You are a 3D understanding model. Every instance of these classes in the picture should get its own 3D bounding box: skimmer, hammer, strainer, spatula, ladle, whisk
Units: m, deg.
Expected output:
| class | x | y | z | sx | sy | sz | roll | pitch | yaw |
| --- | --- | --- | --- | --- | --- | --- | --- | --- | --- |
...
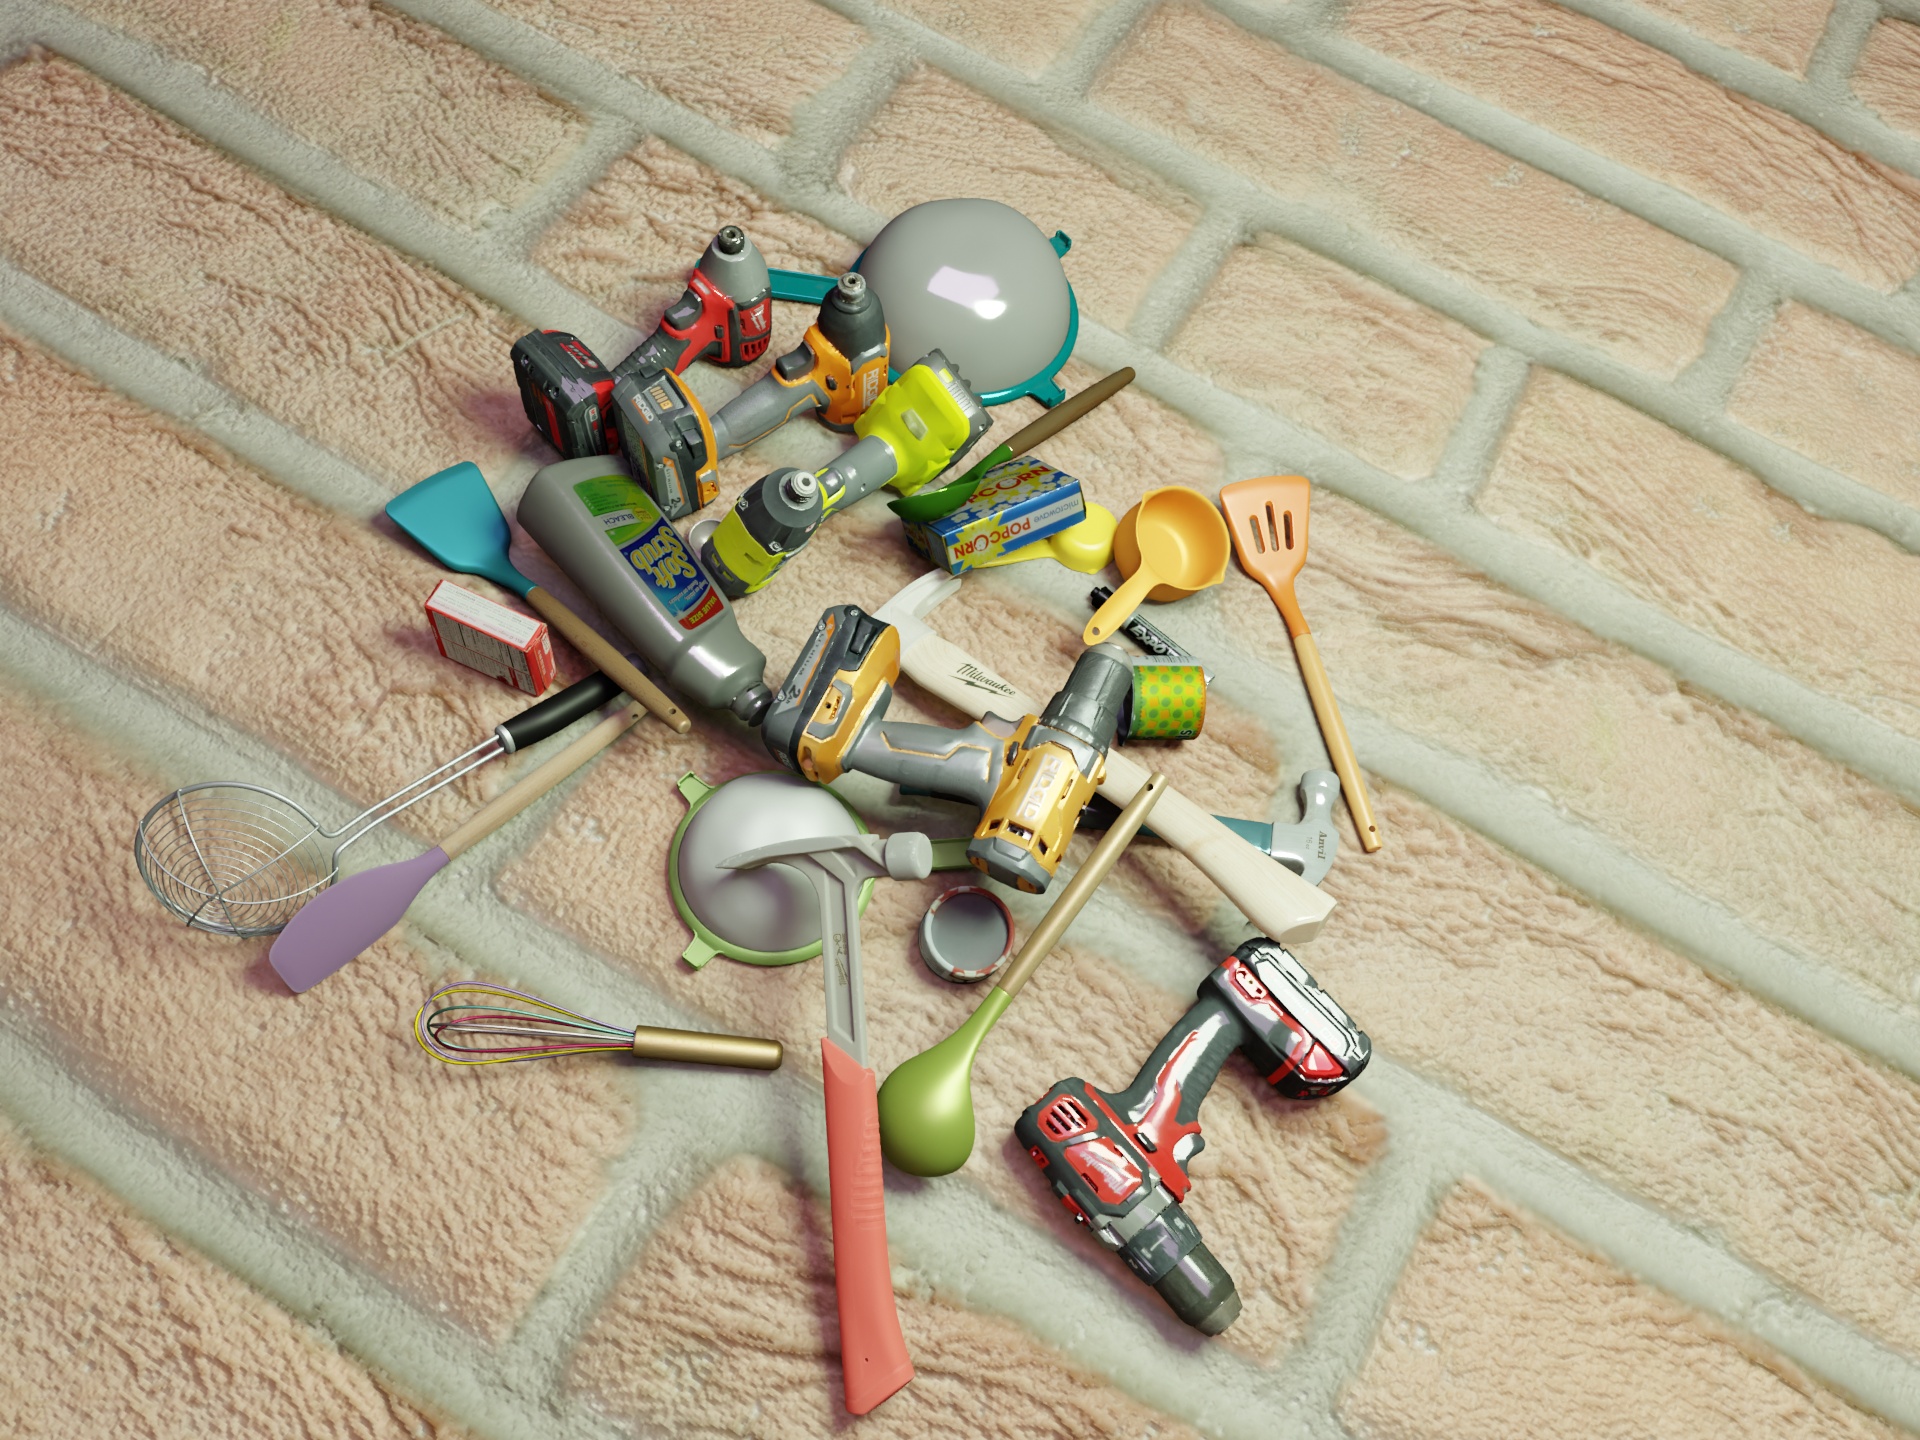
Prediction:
| class | x | y | z | sx | sy | sz | roll | pitch | yaw |
| --- | --- | --- | --- | --- | --- | --- | --- | --- | --- |
| skimmer | -0.392 | 0.033 | 1.135 | 0.090 | 0.127 | 0.363 | 23 | 45 | 40 |
| hammer | 0.099 | 0.024 | 1.169 | 0.411 | 0.038 | 0.146 | 34 | 57 | 21 |
| strainer | -0.058 | -0.389 | 1.368 | 0.340 | 0.095 | 0.211 | 7 | 63 | -5 |
| spatula | -0.348 | 0.077 | 1.133 | 0.316 | 0.059 | 0.018 | -40 | 42 | -26 |
| spatula | 0.282 | -0.049 | 1.269 | 0.081 | 0.041 | 0.323 | -8 | 66 | -12 |
| spatula | -0.309 | -0.088 | 1.199 | 0.318 | 0.044 | 0.082 | 38 | 58 | 26 |
| ladle | 0.049 | 0.168 | 1.083 | 0.078 | 0.062 | 0.320 | 29 | 75 | 33 |
| whisk | -0.243 | 0.218 | 1.074 | 0.245 | 0.051 | 0.047 | 8 | 28 | -8 |
| hammer | 0.120 | 0.068 | 1.196 | 0.331 | 0.033 | 0.128 | 11 | 62 | -1 |
| hammer | -0.079 | 0.254 | 1.026 | 0.149 | 0.036 | 0.359 | -8 | 80 | 21 |
| strainer | -0.082 | 0.091 | 1.139 | 0.256 | 0.069 | 0.152 | -3 | 64 | -6 |

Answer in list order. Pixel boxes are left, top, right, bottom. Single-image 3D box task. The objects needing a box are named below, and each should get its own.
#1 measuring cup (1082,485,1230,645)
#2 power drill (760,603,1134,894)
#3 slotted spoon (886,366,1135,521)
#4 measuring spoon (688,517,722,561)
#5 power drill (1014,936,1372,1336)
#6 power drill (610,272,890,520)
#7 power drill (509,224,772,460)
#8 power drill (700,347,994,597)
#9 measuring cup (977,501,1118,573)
| class | x | y | z | sx | sy | sz | roll | pitch | yaw |
| --- | --- | --- | --- | --- | --- | --- | --- | --- | --- |
| measuring cup | 0.141 | -0.112 | 1.266 | 0.095 | 0.052 | 0.174 | 47 | 65 | -8 |
| power drill | -0.002 | -0.004 | 1.118 | 0.226 | 0.084 | 0.185 | 24 | 73 | 13 |
| slotted spoon | 0.054 | -0.229 | 1.300 | 0.314 | 0.070 | 0.031 | -38 | 111 | -38 |
| measuring spoon | -0.207 | -0.102 | 1.256 | 0.034 | 0.018 | 0.124 | 9 | 70 | 4 |
| power drill | 0.174 | 0.277 | 1.075 | 0.227 | 0.080 | 0.188 | -36 | 73 | -18 |
| power drill | -0.156 | -0.263 | 1.257 | 0.226 | 0.164 | 0.084 | -29 | 71 | -17 |
| power drill | -0.245 | -0.305 | 1.280 | 0.220 | 0.143 | 0.078 | -39 | 76 | -20 |
| power drill | -0.086 | -0.190 | 1.223 | 0.223 | 0.171 | 0.080 | -40 | 94 | -29 |
| measuring cup | 0.056 | -0.146 | 1.295 | 0.156 | 0.029 | 0.062 | -9 | 65 | -14 |
